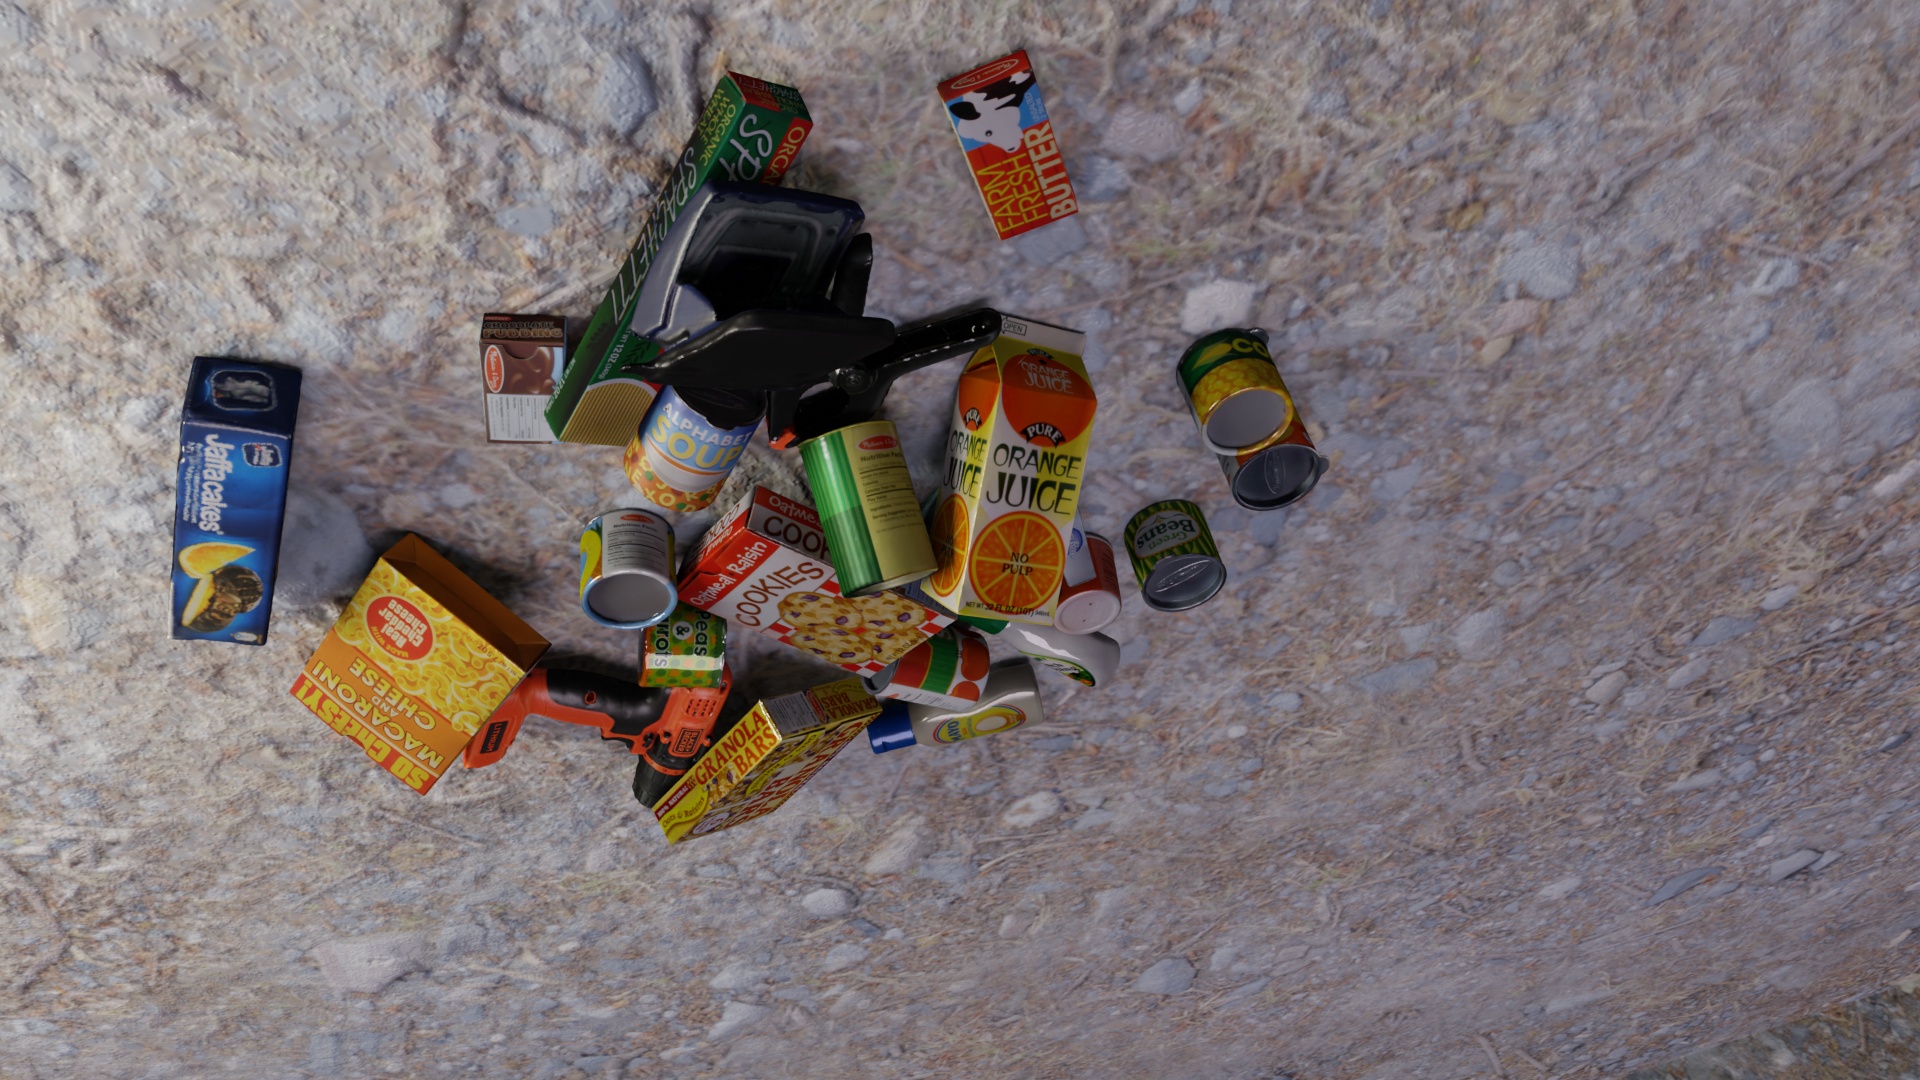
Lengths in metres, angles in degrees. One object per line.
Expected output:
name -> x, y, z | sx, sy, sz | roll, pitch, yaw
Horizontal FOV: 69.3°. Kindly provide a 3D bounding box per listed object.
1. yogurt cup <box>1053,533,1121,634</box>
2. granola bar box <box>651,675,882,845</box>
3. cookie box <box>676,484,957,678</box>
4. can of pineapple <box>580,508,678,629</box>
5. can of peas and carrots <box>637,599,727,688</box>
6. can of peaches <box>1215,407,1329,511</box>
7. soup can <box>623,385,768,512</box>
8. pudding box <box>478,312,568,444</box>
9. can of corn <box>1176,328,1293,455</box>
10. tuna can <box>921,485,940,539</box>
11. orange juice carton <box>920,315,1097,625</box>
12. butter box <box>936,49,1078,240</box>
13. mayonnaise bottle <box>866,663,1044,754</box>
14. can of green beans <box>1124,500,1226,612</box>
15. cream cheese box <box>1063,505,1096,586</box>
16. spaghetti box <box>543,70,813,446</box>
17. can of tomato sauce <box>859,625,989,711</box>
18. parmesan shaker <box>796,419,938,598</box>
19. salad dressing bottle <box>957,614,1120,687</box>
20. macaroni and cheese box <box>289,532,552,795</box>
yogurt cup -> 0.092, 0.036, 1.074 | 0.072, 0.054, 0.072 | -8, 139, -7
granola bar box -> -0.157, 0.180, 1.138 | 0.165, 0.039, 0.124 | -44, 159, 30
cookie box -> -0.102, 0.034, 0.986 | 0.167, 0.040, 0.122 | 25, 143, -23
can of pineapple -> -0.232, 0.022, 0.969 | 0.071, 0.058, 0.070 | -8, 138, -7
can of peas and carrots -> -0.207, 0.076, 1.027 | 0.059, 0.071, 0.070 | 3, 136, -17
can of peaches -> 0.220, -0.065, 0.994 | 0.071, 0.058, 0.070 | -8, 137, -7
soup can -> -0.169, -0.067, 0.879 | 0.071, 0.072, 0.083 | 14, 132, -28
pudding box -> -0.266, -0.098, 0.850 | 0.050, 0.030, 0.083 | 1, 136, -14
can of corn -> 0.189, -0.102, 0.945 | 0.071, 0.058, 0.070 | -8, 138, -7
tuna can -> 0.004, -0.012, 0.989 | 0.071, 0.071, 0.033 | -37, 133, 24
orange juice carton -> 0.035, -0.048, 0.915 | 0.072, 0.073, 0.192 | 8, 97, -23
butter box -> 0.029, -0.224, 0.794 | 0.053, 0.024, 0.103 | -20, 138, 8
mayonnaise bottle -> -0.005, 0.147, 1.179 | 0.148, 0.041, 0.064 | -14, 140, 0
can of green beans -> 0.163, 0.012, 1.063 | 0.071, 0.058, 0.071 | -7, 138, -7
cream cheese box -> 0.072, -0.018, 1.009 | 0.024, 0.053, 0.103 | -22, 139, -1
spaghetti box -> -0.165, -0.152, 0.793 | 0.050, 0.029, 0.249 | 2, 135, -47
can of tomato sauce -> -0.028, 0.095, 1.099 | 0.083, 0.071, 0.071 | 15, 131, -29
parmesan shaker -> -0.063, -0.019, 0.910 | 0.071, 0.103, 0.071 | -16, 173, -2
salad dressing bottle -> 0.060, 0.072, 1.106 | 0.147, 0.044, 0.064 | 27, 169, -28
macaroni and cheese box -> -0.384, 0.091, 0.978 | 0.123, 0.040, 0.165 | 41, 120, -8
